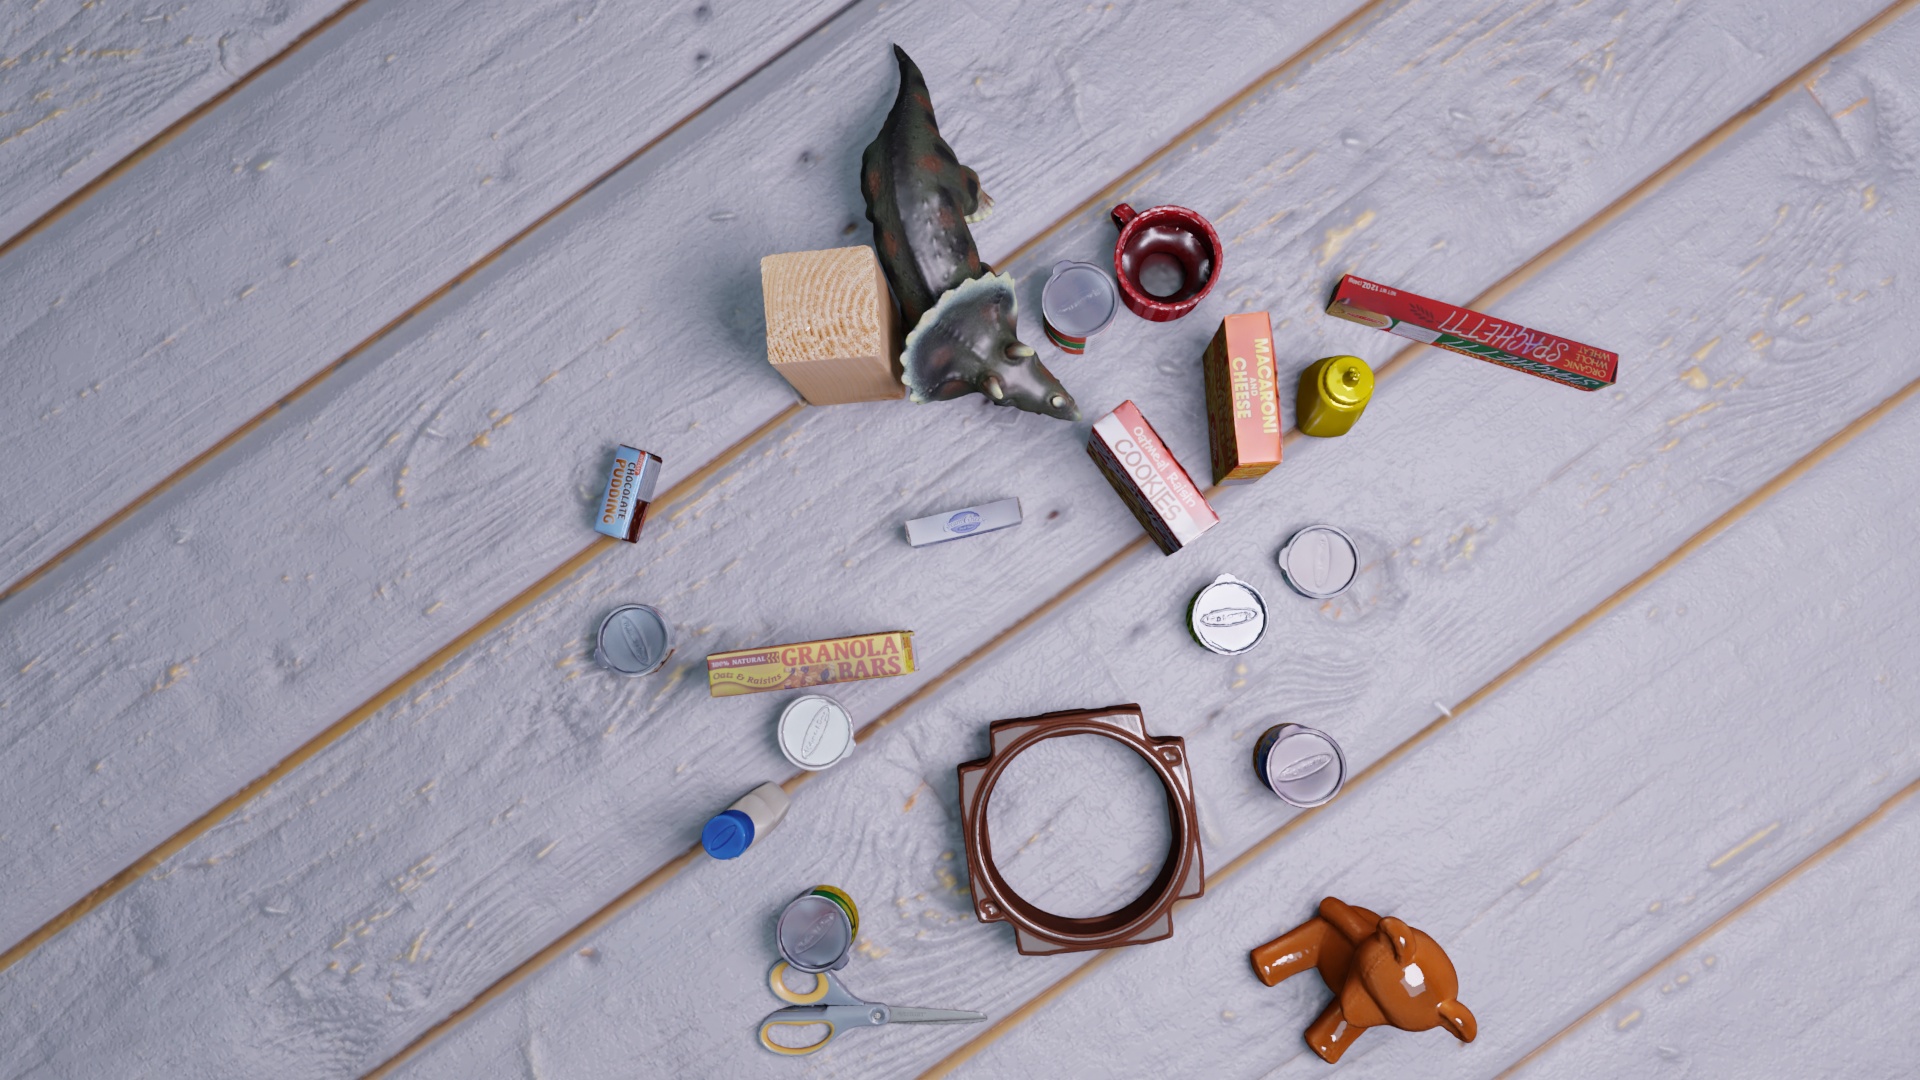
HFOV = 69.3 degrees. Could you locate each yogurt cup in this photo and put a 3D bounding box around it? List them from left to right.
[{"bbox_3d":[-0.125,0.169,1.235,0.072,0.054,0.072,0,86,3],"label":"yogurt cup"}]

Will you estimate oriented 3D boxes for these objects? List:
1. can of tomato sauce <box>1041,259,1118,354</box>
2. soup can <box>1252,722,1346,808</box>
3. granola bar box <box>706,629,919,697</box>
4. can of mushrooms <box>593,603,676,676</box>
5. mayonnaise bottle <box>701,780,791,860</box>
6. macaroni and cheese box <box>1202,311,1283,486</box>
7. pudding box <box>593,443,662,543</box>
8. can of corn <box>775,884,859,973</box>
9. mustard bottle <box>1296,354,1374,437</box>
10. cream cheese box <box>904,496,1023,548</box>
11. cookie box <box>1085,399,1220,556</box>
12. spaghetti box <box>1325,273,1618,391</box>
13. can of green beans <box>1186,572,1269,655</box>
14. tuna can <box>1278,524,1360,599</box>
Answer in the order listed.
[{"bbox_3d":[0.104,-0.206,1.235,0.071,0.083,0.071,0,86,3],"label":"can of tomato sauce"},{"bbox_3d":[0.289,0.189,1.195,0.071,0.083,0.071,0,86,3],"label":"soup can"},{"bbox_3d":[-0.124,0.106,1.204,0.166,0.124,0.039,-7,86,3],"label":"granola bar box"},{"bbox_3d":[-0.296,0.092,1.261,0.071,0.033,0.071,0,86,3],"label":"can of mushrooms"},{"bbox_3d":[-0.186,0.242,1.186,0.065,0.148,0.041,-44,85,0],"label":"mayonnaise bottle"},{"bbox_3d":[0.238,-0.116,1.179,0.040,0.166,0.123,-5,86,3],"label":"macaroni and cheese box"},{"bbox_3d":[-0.302,-0.042,1.263,0.030,0.049,0.083,15,87,4],"label":"pudding box"},{"bbox_3d":[-0.123,0.342,1.220,0.071,0.058,0.071,0,86,3],"label":"can of corn"},{"bbox_3d":[0.320,-0.126,1.178,0.049,0.160,0.065,1,86,4],"label":"mustard bottle"},{"bbox_3d":[0.004,-0.016,1.242,0.104,0.053,0.024,-13,86,2],"label":"cream cheese box"},{"bbox_3d":[0.160,-0.050,1.178,0.040,0.167,0.123,-37,85,1],"label":"cookie box"},{"bbox_3d":[0.452,-0.183,1.230,0.250,0.050,0.028,18,87,4],"label":"spaghetti box"},{"bbox_3d":[0.234,0.068,1.220,0.071,0.058,0.071,0,86,3],"label":"can of green beans"},{"bbox_3d":[0.315,0.019,1.232,0.071,0.033,0.071,0,86,3],"label":"tuna can"}]
